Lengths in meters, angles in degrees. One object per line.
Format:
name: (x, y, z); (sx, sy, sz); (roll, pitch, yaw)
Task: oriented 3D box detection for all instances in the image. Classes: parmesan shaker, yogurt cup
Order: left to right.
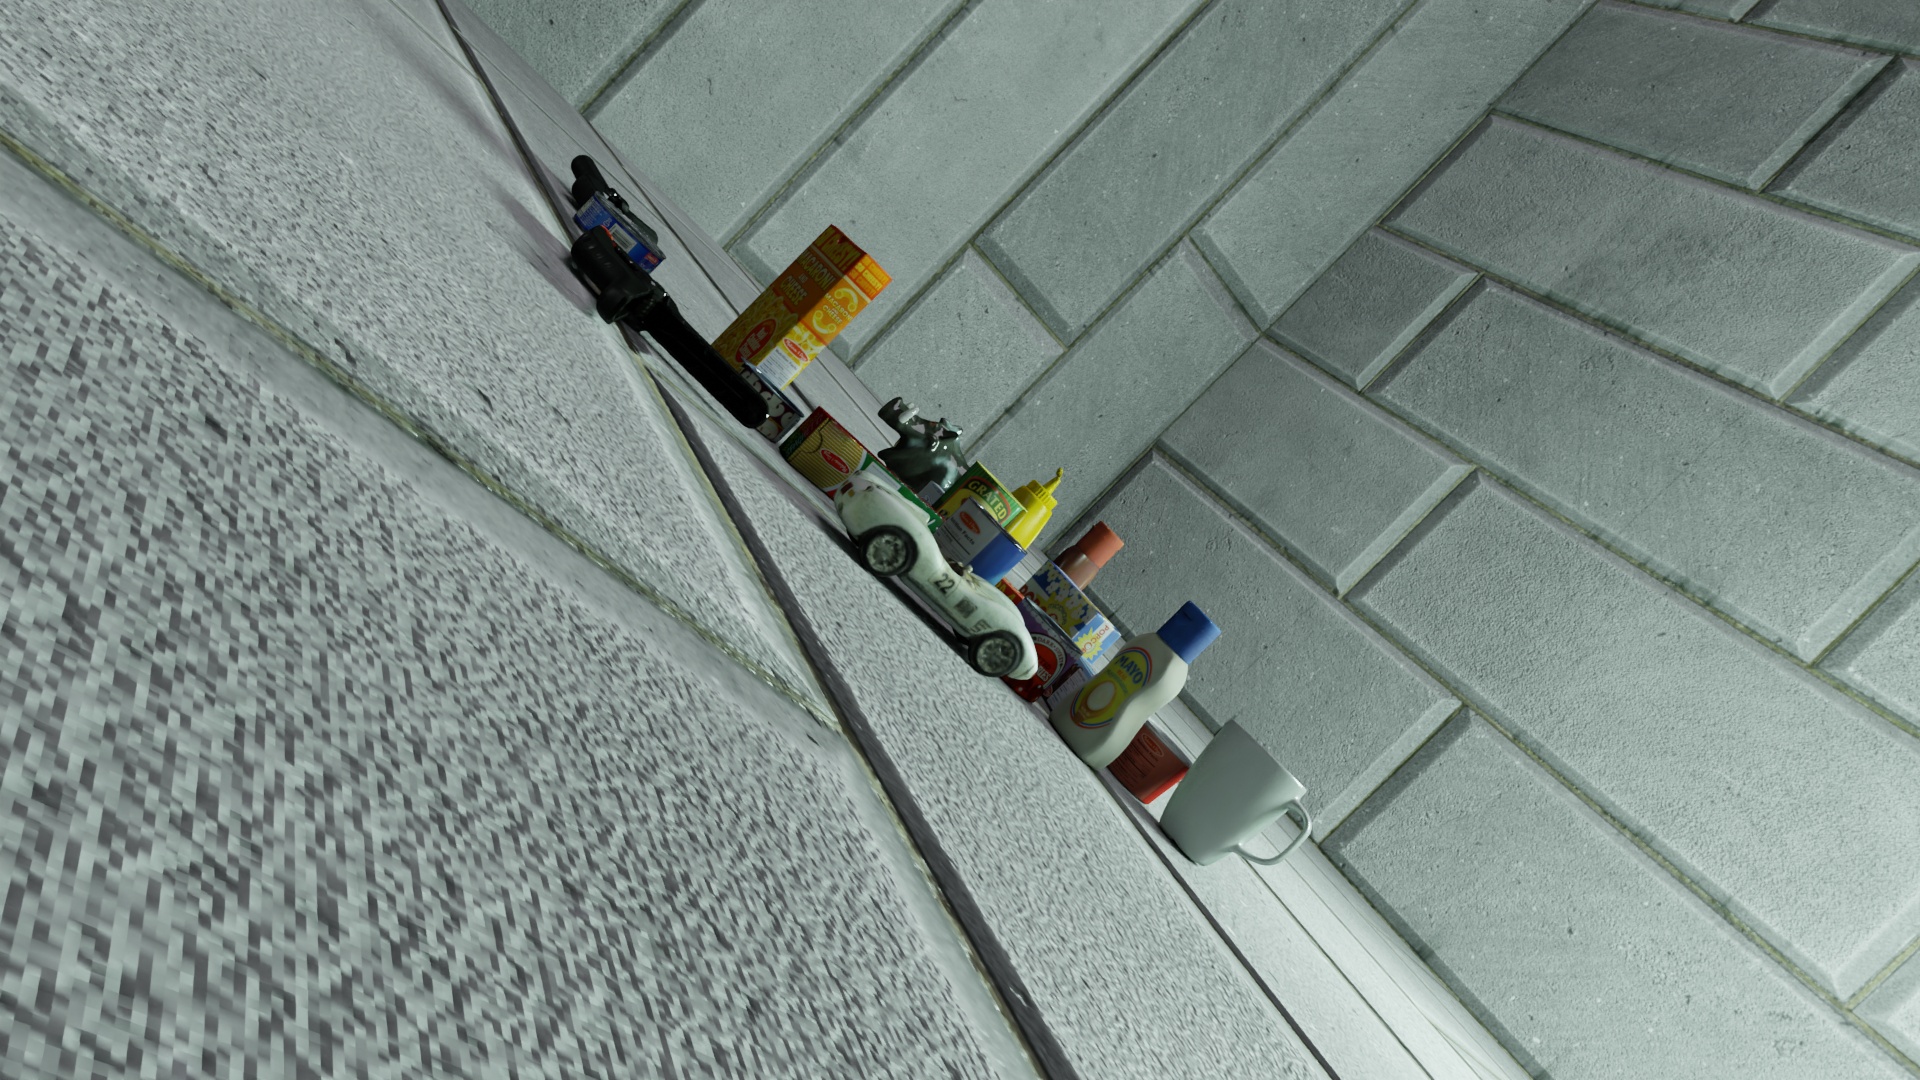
parmesan shaker: (0.005, -0.017, 1.354); (0.071, 0.103, 0.071); (45, 3, -3)
yogurt cup: (0.159, 0.187, 1.183); (0.072, 0.054, 0.072); (45, 4, -3)

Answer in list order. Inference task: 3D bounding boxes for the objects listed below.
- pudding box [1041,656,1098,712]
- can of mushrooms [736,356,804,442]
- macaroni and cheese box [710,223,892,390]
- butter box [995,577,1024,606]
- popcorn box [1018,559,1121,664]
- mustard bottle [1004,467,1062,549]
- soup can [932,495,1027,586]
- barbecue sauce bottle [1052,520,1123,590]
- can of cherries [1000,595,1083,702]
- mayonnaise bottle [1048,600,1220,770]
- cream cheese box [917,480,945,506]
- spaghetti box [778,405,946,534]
pudding box: (0.099, 0.131, 1.185); (0.030, 0.049, 0.084); (44, 4, -15)
can of mushrooms: (-0.163, -0.114, 1.131); (0.071, 0.033, 0.071); (45, 4, -3)
macaroni and cheese box: (-0.149, -0.207, 1.268); (0.040, 0.166, 0.124); (43, 4, -31)
butter box: (0.031, 0.061, 1.180); (0.103, 0.053, 0.024); (45, 3, 5)
popcorn box: (0.088, 0.082, 1.323); (0.038, 0.085, 0.127); (43, 4, -30)
mustard bottle: (0.063, -0.021, 1.571); (0.048, 0.160, 0.065); (43, 4, -38)
soup can: (0.003, 0.017, 1.119); (0.071, 0.084, 0.071); (45, 3, -3)
barbecue sauce bottle: (0.108, 0.043, 1.472); (0.043, 0.148, 0.065); (45, 3, -6)
can of cherries: (0.055, 0.088, 1.110); (0.071, 0.058, 0.071); (45, 4, -3)
mayonnaise bottle: (0.140, 0.110, 1.096); (0.041, 0.148, 0.065); (42, 4, -43)
cream cheese box: (-0.012, -0.008, 1.448); (0.104, 0.053, 0.024); (46, 4, 20)
spaghetti box: (-0.054, -0.022, 1.182); (0.249, 0.050, 0.029); (42, 5, -39)
